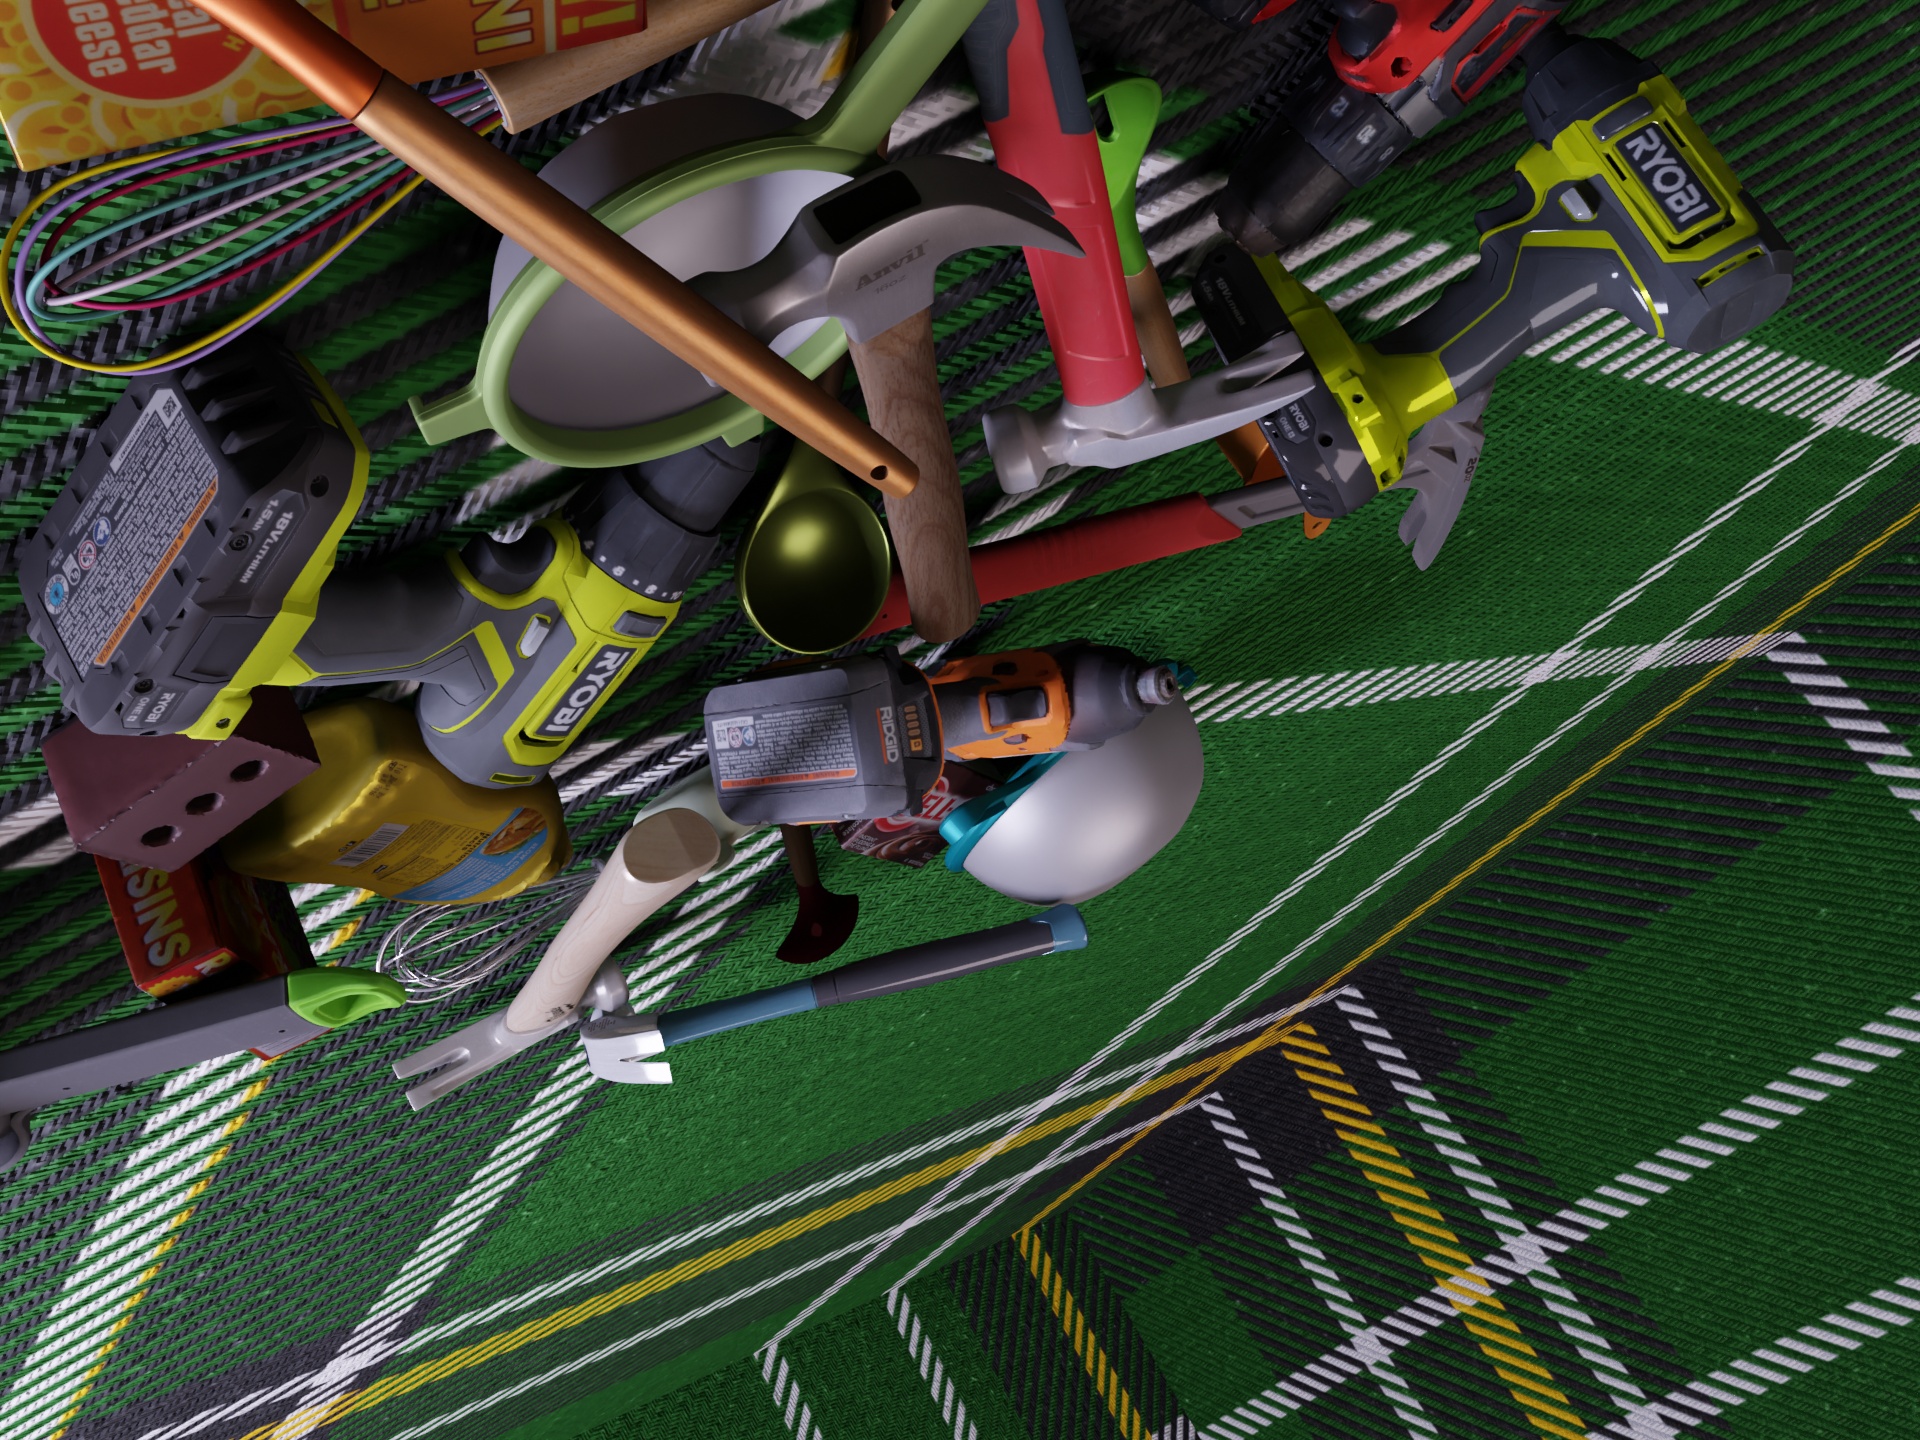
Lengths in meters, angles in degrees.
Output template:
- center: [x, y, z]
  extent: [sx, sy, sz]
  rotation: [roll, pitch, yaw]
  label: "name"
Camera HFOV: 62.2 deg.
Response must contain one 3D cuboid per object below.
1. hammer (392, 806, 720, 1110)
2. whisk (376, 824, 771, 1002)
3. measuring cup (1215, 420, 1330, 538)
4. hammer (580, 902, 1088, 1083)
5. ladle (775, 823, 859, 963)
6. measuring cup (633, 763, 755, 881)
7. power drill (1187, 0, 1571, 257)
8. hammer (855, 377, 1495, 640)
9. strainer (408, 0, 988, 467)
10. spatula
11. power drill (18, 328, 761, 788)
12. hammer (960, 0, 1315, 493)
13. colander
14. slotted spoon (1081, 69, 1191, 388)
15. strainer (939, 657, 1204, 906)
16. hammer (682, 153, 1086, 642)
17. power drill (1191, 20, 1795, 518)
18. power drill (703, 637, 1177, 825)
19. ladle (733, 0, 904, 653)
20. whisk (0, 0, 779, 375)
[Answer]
- center: [-0.209, 0.128, 0.830]
  extent: [0.146, 0.038, 0.410]
  rotation: [-27, 172, -29]
  label: "hammer"
- center: [-0.208, 0.092, 0.895]
  extent: [0.246, 0.058, 0.059]
  rotation: [-23, 125, -30]
  label: "whisk"
- center: [0.188, -0.156, 0.899]
  extent: [0.095, 0.052, 0.173]
  rotation: [-33, 159, 1]
  label: "measuring cup"
- center: [-0.081, 0.171, 1.026]
  extent: [0.331, 0.033, 0.128]
  rotation: [-14, -174, -5]
  label: "hammer"
- center: [-0.097, 0.084, 0.981]
  extent: [0.069, 0.031, 0.315]
  rotation: [-35, 155, -18]
  label: "ladle"
- center: [-0.136, 0.054, 0.828]
  extent: [0.083, 0.038, 0.167]
  rotation: [-32, -172, -6]
  label: "measuring cup"
- center: [0.136, -0.269, 0.585]
  extent: [0.188, 0.080, 0.226]
  rotation: [-44, 157, 25]
  label: "power drill"
- center: [0.099, -0.093, 0.829]
  extent: [0.359, 0.037, 0.149]
  rotation: [-15, 149, -9]
  label: "hammer"
- center: [-0.061, -0.180, 0.481]
  extent: [0.256, 0.069, 0.151]
  rotation: [-41, 164, 34]
  label: "strainer"
- center: [-0.123, -0.132, 0.386]
  extent: [0.081, 0.041, 0.322]
  rotation: [-41, 132, 21]
  label: "spatula"
- center: [-0.189, -0.060, 0.582]
  extent: [0.190, 0.080, 0.228]
  rotation: [-47, 156, 19]
  label: "power drill"
- center: [0.041, -0.210, 0.539]
  extent: [0.143, 0.038, 0.386]
  rotation: [-17, 152, 7]
  label: "hammer"
- center: [-0.410, 0.187, 0.629]
  extent: [0.397, 0.095, 0.204]
  rotation: [-15, 155, 2]
  label: "colander"
- center: [0.080, -0.194, 0.719]
  extent: [0.070, 0.031, 0.313]
  rotation: [-34, 159, 6]
  label: "slotted spoon"
- center: [0.076, 0.067, 1.028]
  extent: [0.211, 0.095, 0.340]
  rotation: [-45, 171, 17]
  label: "strainer"
- center: [-0.015, -0.101, 0.615]
  extent: [0.130, 0.031, 0.331]
  rotation: [-30, 164, -5]
  label: "hammer"
- center: [0.228, -0.206, 0.725]
  extent: [0.223, 0.171, 0.080]
  rotation: [-28, 158, 12]
  label: "power drill"
- center: [-0.001, -0.003, 0.834]
  extent: [0.164, 0.084, 0.226]
  rotation: [-7, -177, 40]
  label: "power drill"
- center: [-0.044, -0.143, 0.627]
  extent: [0.078, 0.062, 0.320]
  rotation: [-23, 153, -27]
  label: "ladle"
- center: [-0.155, -0.172, 0.454]
  extent: [0.245, 0.047, 0.051]
  rotation: [-32, 169, -12]
  label: "whisk"
